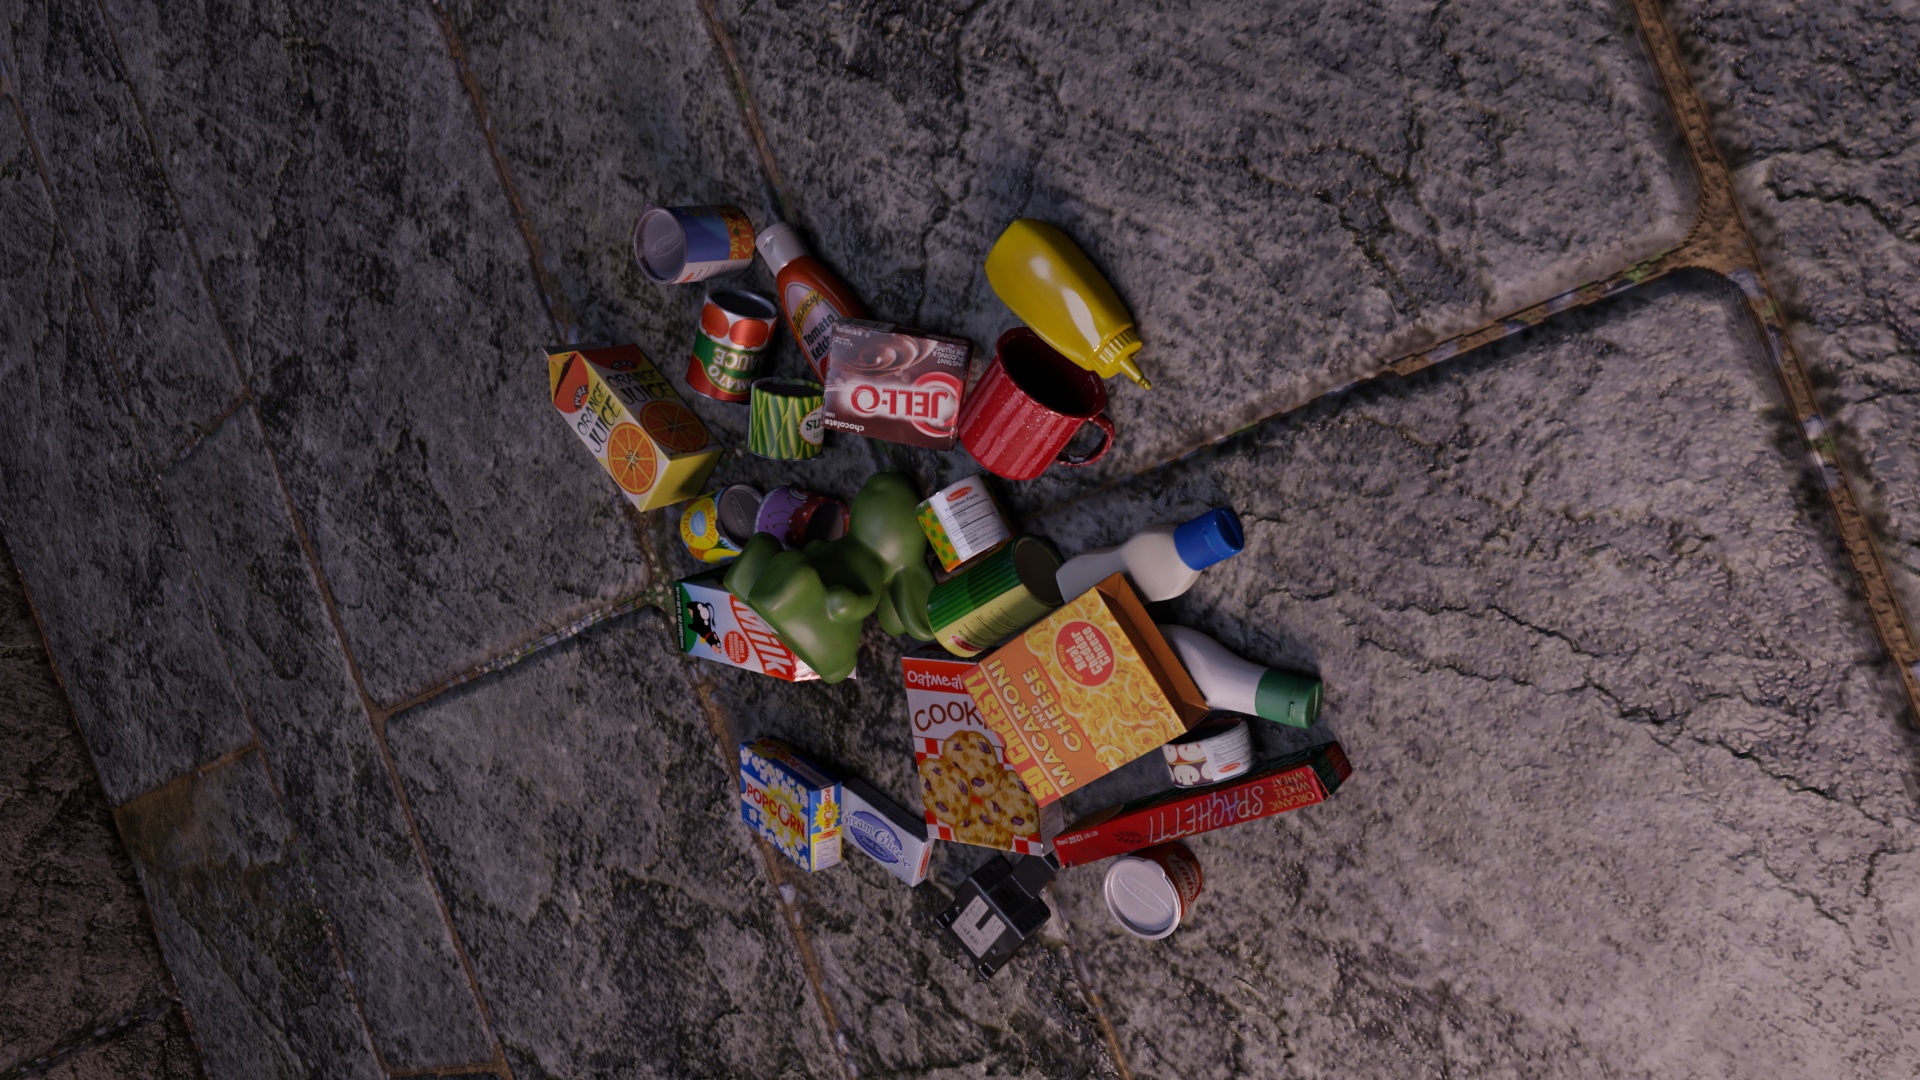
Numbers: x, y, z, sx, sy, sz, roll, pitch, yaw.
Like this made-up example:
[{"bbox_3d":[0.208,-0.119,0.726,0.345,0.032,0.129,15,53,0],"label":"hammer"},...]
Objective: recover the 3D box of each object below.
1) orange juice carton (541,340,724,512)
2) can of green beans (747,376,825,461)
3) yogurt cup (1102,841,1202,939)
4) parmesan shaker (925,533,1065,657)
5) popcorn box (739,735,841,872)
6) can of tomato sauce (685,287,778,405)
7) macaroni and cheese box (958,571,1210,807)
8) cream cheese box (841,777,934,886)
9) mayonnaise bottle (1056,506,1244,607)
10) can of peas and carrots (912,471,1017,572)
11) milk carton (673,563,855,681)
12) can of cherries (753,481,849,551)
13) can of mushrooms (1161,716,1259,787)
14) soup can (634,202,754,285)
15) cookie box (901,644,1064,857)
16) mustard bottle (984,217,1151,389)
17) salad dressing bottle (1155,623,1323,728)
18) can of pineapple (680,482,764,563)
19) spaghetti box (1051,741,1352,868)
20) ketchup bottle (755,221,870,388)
[{"bbox_3d":[-0.321,-0.124,1.333,0.193,0.072,0.072,48,126,17],"label":"orange juice carton"},{"bbox_3d":[-0.151,-0.107,1.210,0.071,0.071,0.057,21,114,32],"label":"can of green beans"},{"bbox_3d":[0.154,0.271,1.090,0.072,0.054,0.072,12,110,35],"label":"yogurt cup"},{"bbox_3d":[0.032,0.045,1.116,0.102,0.071,0.071,-33,82,38],"label":"parmesan shaker"},{"bbox_3d":[-0.162,0.248,1.318,0.127,0.038,0.085,21,116,48],"label":"popcorn box"},{"bbox_3d":[-0.202,-0.172,1.230,0.071,0.071,0.082,34,120,26],"label":"can of tomato sauce"},{"bbox_3d":[0.088,0.116,1.048,0.165,0.040,0.124,-38,81,41],"label":"macaroni and cheese box"},{"bbox_3d":[-0.071,0.268,1.282,0.104,0.024,0.053,29,118,29],"label":"cream cheese box"},{"bbox_3d":[0.142,0.019,1.038,0.147,0.041,0.065,-28,86,38],"label":"mayonnaise bottle"},{"bbox_3d":[0.004,-0.014,1.120,0.070,0.071,0.059,-33,83,39],"label":"can of peas and carrots"},{"bbox_3d":[-0.169,0.076,1.271,0.190,0.074,0.072,11,109,35],"label":"milk carton"},{"bbox_3d":[-0.138,-0.014,1.229,0.058,0.072,0.071,14,111,34],"label":"can of cherries"},{"bbox_3d":[0.183,0.156,1.028,0.071,0.071,0.033,-16,93,39],"label":"can of mushrooms"},{"bbox_3d":[-0.233,-0.263,1.218,0.071,0.084,0.071,11,109,35],"label":"soup can"},{"bbox_3d":[0.019,0.175,1.176,0.123,0.040,0.167,0,104,37],"label":"cookie box"},{"bbox_3d":[0.086,-0.166,1.022,0.160,0.049,0.065,50,126,15],"label":"mustard bottle"},{"bbox_3d":[0.190,0.103,1.022,0.148,0.044,0.064,14,111,33],"label":"salad dressing bottle"},{"bbox_3d":[-0.218,-0.015,1.286,0.057,0.071,0.071,-17,92,40],"label":"can of pineapple"},{"bbox_3d":[0.178,0.204,1.056,0.249,0.050,0.028,-27,87,39],"label":"spaghetti box"},{"bbox_3d":[-0.122,-0.201,1.177,0.064,0.044,0.149,-38,78,31],"label":"ketchup bottle"}]
